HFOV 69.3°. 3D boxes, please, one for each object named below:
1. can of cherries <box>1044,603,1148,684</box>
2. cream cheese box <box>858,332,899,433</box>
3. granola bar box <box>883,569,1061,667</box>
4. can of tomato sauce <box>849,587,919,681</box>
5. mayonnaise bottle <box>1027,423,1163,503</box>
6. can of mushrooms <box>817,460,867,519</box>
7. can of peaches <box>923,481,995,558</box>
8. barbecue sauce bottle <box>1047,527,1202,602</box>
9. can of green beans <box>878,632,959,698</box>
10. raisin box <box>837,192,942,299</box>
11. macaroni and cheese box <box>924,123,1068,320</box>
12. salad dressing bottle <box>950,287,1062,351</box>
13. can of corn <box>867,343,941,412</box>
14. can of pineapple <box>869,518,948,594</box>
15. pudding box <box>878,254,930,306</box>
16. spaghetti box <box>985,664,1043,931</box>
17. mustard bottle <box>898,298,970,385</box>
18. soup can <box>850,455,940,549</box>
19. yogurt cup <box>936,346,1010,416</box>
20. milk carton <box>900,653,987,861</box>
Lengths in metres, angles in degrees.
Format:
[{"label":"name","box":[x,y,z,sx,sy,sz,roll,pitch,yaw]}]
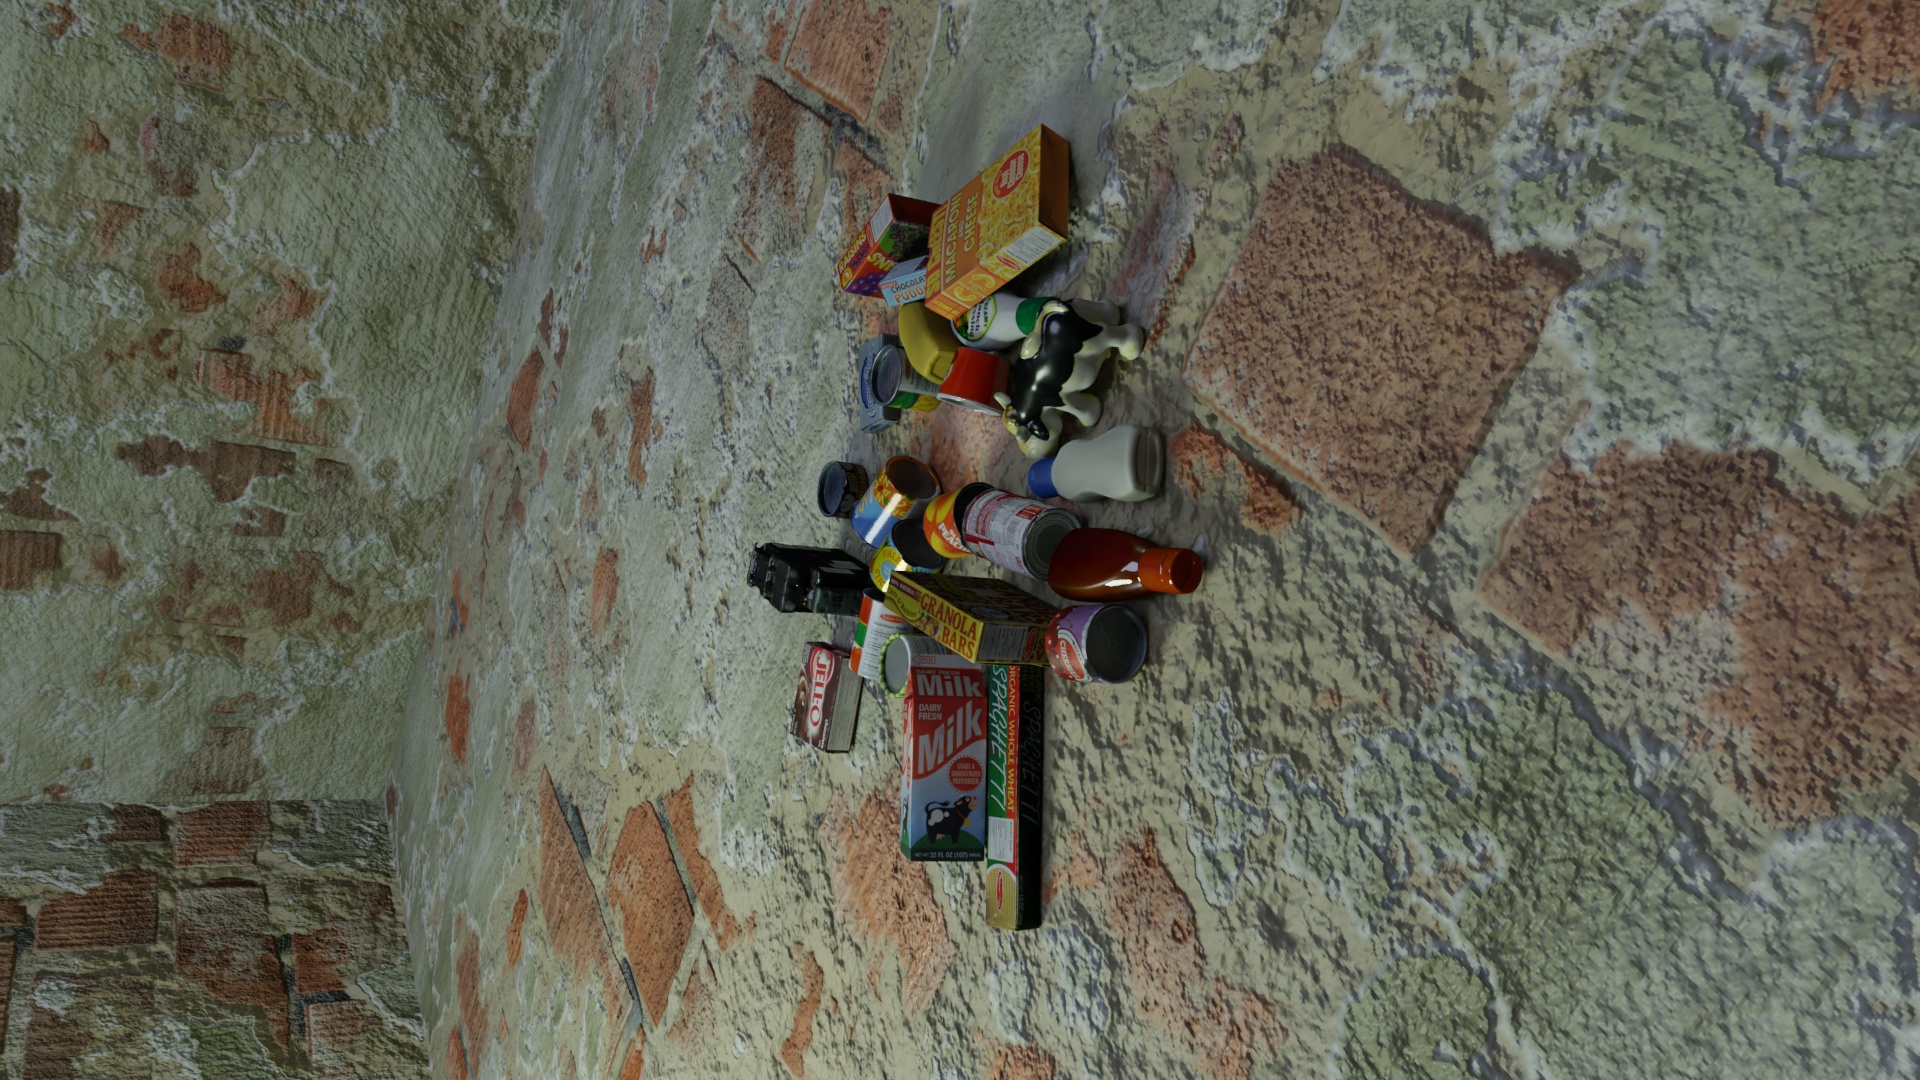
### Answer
[{"label":"can of cherries","box":[0.111,0.087,1.157,0.058,0.071,0.071,-6,80,57]},{"label":"cream cheese box","box":[-0.092,-0.177,1.561,0.053,0.024,0.104,-20,68,55]},{"label":"granola bar box","box":[0.024,0.070,1.244,0.166,0.124,0.039,26,107,56]},{"label":"can of tomato sauce","box":[-0.077,0.098,1.453,0.071,0.071,0.083,28,109,55]},{"label":"mayonnaise bottle","box":[0.115,-0.061,1.206,0.148,0.041,0.065,-7,77,58]},{"label":"can of mushrooms","box":[-0.135,-0.059,1.599,0.071,0.033,0.071,-16,71,56]},{"label":"can of peaches","box":[0.005,-0.017,1.341,0.058,0.071,0.071,-18,70,56]},{"label":"barbecue sauce bottle","box":[0.136,0.022,1.150,0.148,0.043,0.065,3,62,56]},{"label":"can of green beans","box":[-0.042,0.127,1.399,0.071,0.058,0.071,-14,73,56]},{"label":"raisin box","box":[-0.066,-0.310,1.486,0.122,0.086,0.040,-43,53,45]},{"label":"macaroni and cheese box","box":[0.033,-0.303,1.332,0.166,0.040,0.124,-28,48,43]},{"label":"salad dressing bottle","box":[0.047,-0.214,1.333,0.147,0.044,0.064,11,89,57]},{"label":"can of corn","box":[-0.057,-0.172,1.473,0.071,0.058,0.071,-14,74,56]},{"label":"can of pineapple","box":[-0.054,0.021,1.426,0.057,0.071,0.071,-55,42,38]},{"label":"pudding box","box":[-0.038,-0.273,1.439,0.083,0.050,0.030,-9,120,30]},{"label":"spaghetti box","box":[0.049,0.225,1.267,0.050,0.029,0.250,-10,76,56]},{"label":"mustard bottle","box":[-0.032,-0.218,1.445,0.048,0.065,0.161,-60,32,26]},{"label":"soup can","box":[-0.070,-0.041,1.462,0.083,0.071,0.071,-53,44,38]},{"label":"yogurt cup","box":[0.016,-0.156,1.355,0.072,0.072,0.054,17,91,57]},{"label":"milk carton","box":[-0.016,0.203,1.314,0.073,0.072,0.190,143,130,-78]}]
